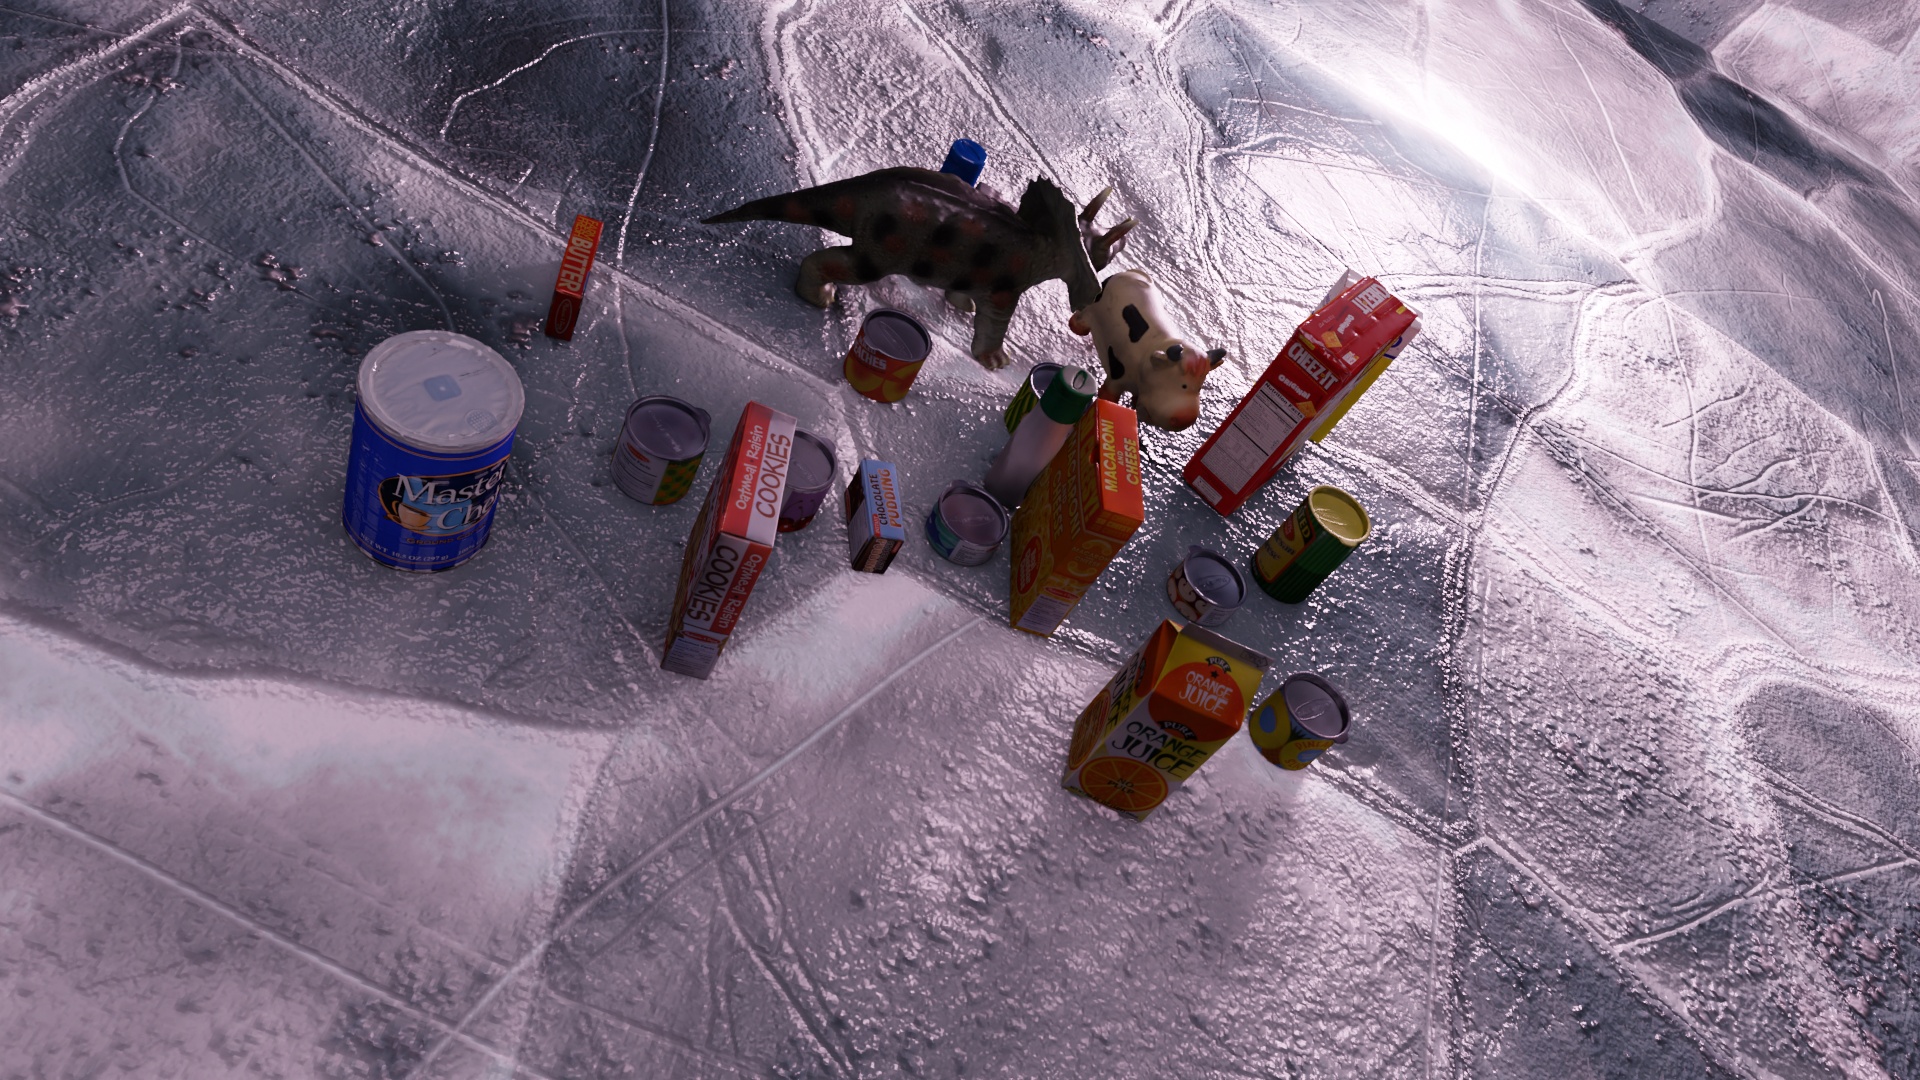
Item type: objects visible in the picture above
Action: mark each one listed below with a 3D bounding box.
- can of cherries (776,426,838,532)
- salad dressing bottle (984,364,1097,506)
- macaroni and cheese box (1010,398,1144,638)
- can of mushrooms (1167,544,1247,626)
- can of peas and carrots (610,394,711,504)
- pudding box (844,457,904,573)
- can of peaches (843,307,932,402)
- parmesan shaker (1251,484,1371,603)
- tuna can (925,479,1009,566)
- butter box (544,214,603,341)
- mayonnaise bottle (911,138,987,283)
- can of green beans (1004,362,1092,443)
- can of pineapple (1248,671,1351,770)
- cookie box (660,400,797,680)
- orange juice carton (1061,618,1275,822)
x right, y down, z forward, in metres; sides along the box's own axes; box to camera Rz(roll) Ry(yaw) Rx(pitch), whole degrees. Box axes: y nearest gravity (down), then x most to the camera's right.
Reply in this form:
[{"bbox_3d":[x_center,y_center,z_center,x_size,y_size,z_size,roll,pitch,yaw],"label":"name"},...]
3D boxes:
[{"bbox_3d":[-0.137,-0.049,1.121,0.071,0.058,0.072,15,48,-17],"label":"can of cherries"},{"bbox_3d":[0.070,-0.090,1.206,0.044,0.146,0.064,32,45,-2],"label":"salad dressing bottle"},{"bbox_3d":[0.091,-0.017,1.143,0.040,0.165,0.124,17,47,-16],"label":"macaroni and cheese box"},{"bbox_3d":[0.222,0.041,1.260,0.071,0.033,0.071,15,48,-17],"label":"can of mushrooms"},{"bbox_3d":[-0.233,-0.071,1.086,0.071,0.058,0.071,15,48,-17],"label":"can of peas and carrots"},{"bbox_3d":[-0.071,-0.021,1.139,0.030,0.049,0.084,9,50,-23],"label":"pudding box"},{"bbox_3d":[-0.068,-0.167,1.258,0.071,0.057,0.071,15,48,-17],"label":"can of peaches"},{"bbox_3d":[0.325,0.007,1.296,0.071,0.102,0.072,15,48,-17],"label":"parmesan shaker"},{"bbox_3d":[0.004,-0.015,1.188,0.071,0.032,0.071,15,48,-17],"label":"tuna can"},{"bbox_3d":[-0.325,-0.222,1.167,0.024,0.052,0.104,16,47,-17],"label":"butter box"},{"bbox_3d":[-0.020,-0.322,1.353,0.041,0.147,0.065,-21,66,-39],"label":"mayonnaise bottle"},{"bbox_3d":[0.082,-0.124,1.305,0.071,0.057,0.071,15,48,-17],"label":"can of green beans"},{"bbox_3d":[0.289,0.156,1.182,0.071,0.057,0.071,15,48,-17],"label":"can of pineapple"},{"bbox_3d":[-0.166,0.002,0.985,0.040,0.166,0.123,17,47,-16],"label":"cookie box"},{"bbox_3d":[0.153,0.126,1.037,0.072,0.191,0.073,26,45,-8],"label":"orange juice carton"}]
